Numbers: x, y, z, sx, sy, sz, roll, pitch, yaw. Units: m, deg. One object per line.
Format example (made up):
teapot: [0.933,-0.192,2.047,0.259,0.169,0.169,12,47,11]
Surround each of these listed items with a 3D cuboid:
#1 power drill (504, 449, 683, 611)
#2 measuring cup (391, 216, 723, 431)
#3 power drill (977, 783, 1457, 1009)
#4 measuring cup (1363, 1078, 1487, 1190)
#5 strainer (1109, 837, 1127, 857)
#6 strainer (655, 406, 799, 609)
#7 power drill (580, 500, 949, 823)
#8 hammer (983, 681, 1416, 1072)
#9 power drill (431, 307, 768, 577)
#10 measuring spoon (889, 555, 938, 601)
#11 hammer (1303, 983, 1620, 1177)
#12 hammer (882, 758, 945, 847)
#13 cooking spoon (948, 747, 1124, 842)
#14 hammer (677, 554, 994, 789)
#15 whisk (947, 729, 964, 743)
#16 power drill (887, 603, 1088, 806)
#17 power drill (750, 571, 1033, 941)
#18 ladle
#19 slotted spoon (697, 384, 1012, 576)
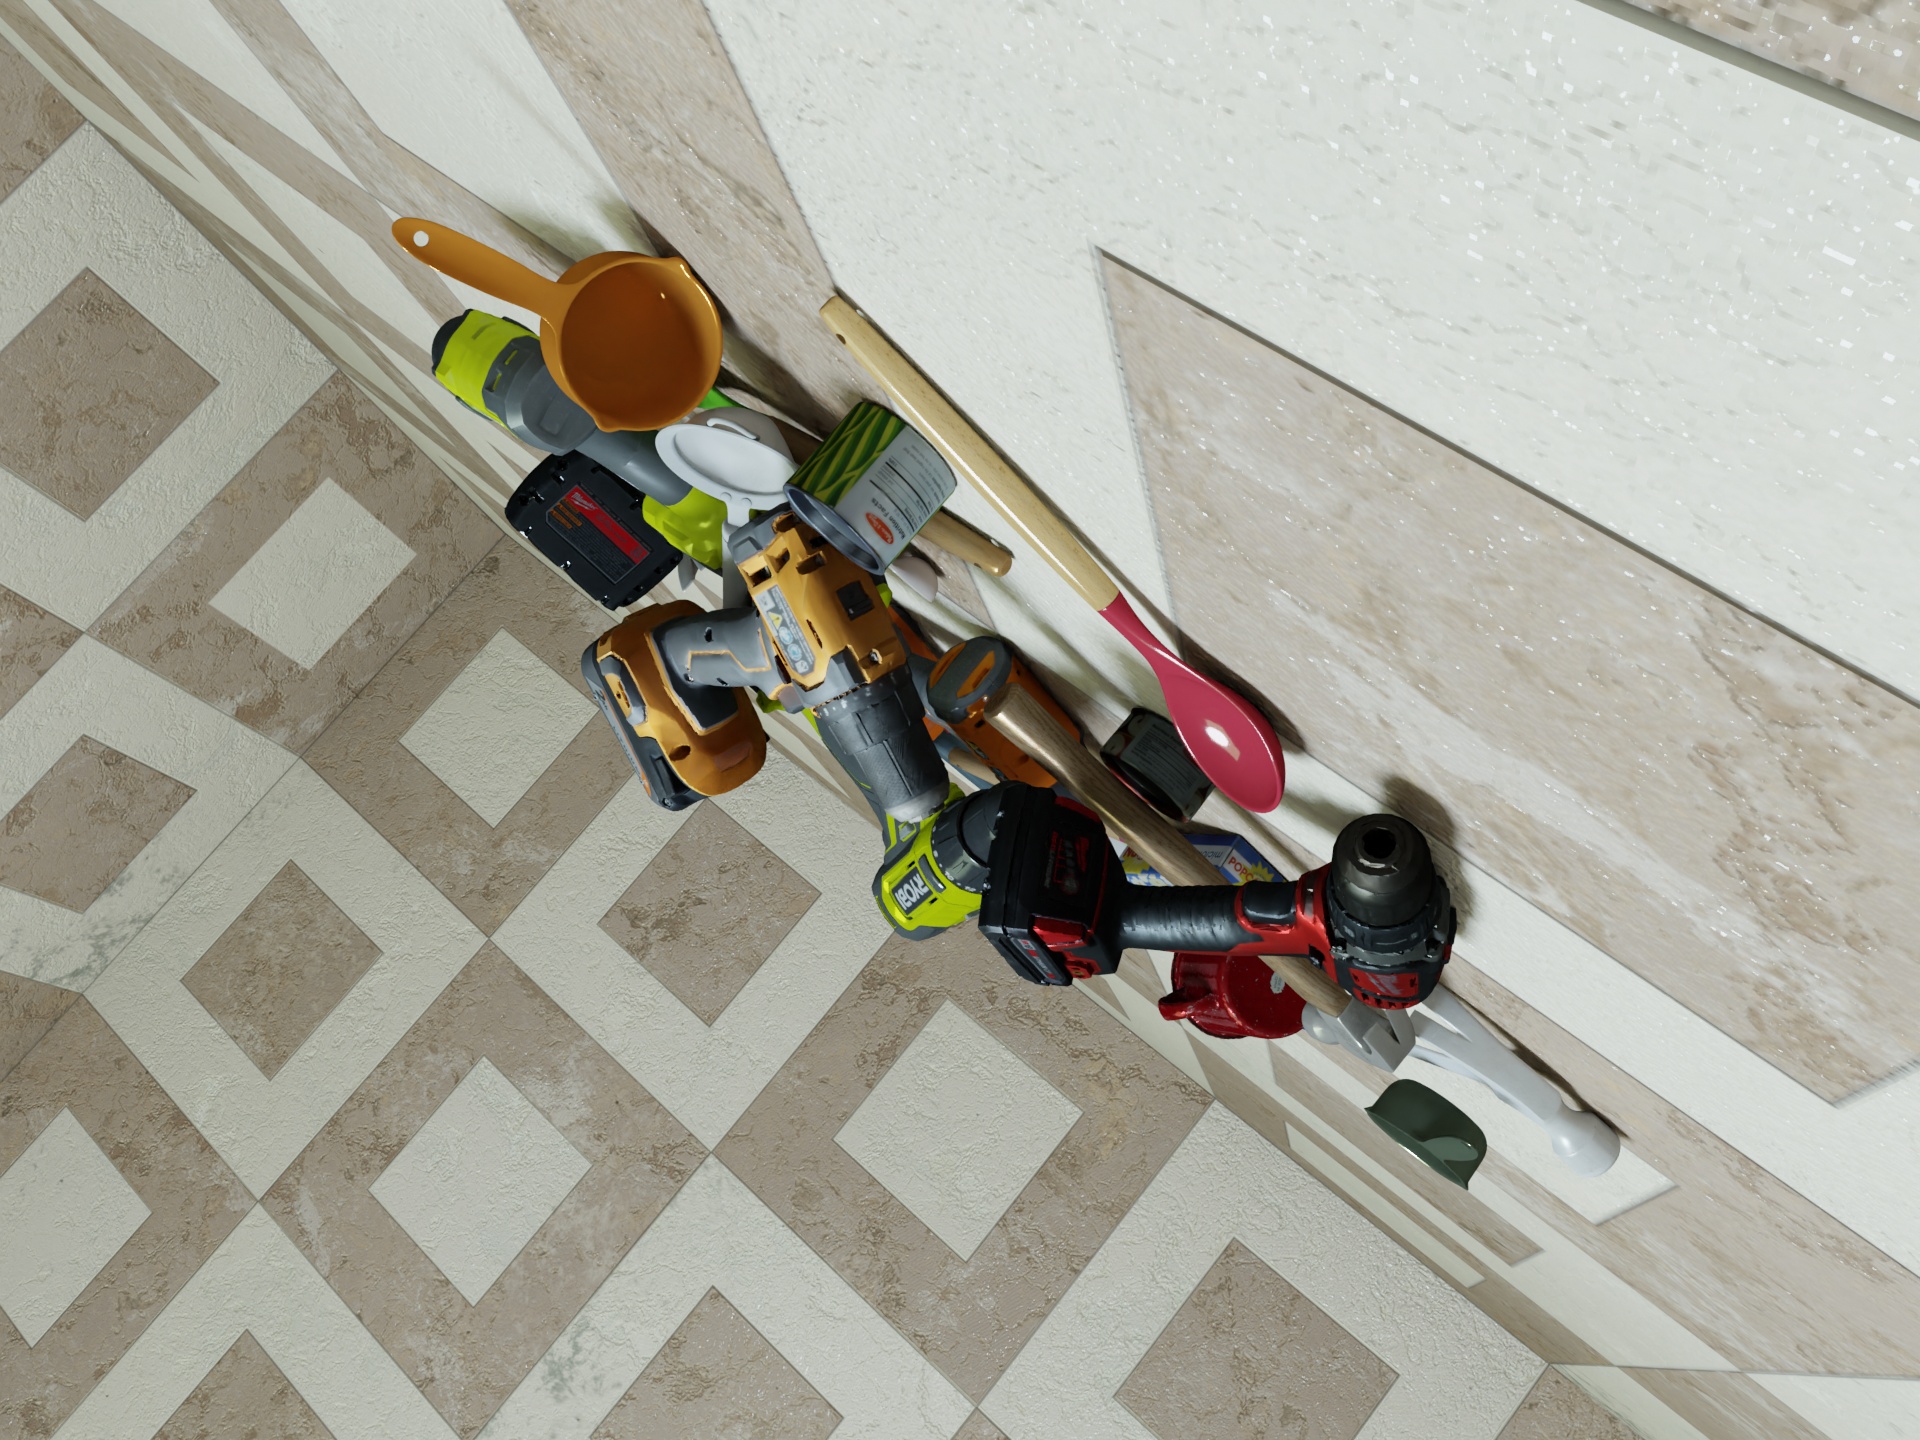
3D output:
power drill: [-0.272,-0.185,1.189,0.143,0.078,0.220,45,-167,-28]
measuring cup: [-0.205,-0.211,0.800,0.173,0.095,0.052,21,-171,-34]
power drill: [0.128,0.086,0.787,0.227,0.080,0.187,4,157,18]
measuring cup: [0.309,0.257,1.007,0.083,0.038,0.167,38,169,11]
strainer: [0.067,0.086,1.296,0.256,0.069,0.151,38,171,2]
strainer: [-0.130,-0.118,0.927,0.087,0.050,0.258,16,154,0]
power drill: [-0.109,-0.011,0.916,0.226,0.084,0.185,-22,98,48]
hammer: [0.141,0.095,0.925,0.331,0.031,0.130,42,171,-13]
power drill: [-0.217,-0.176,0.993,0.223,0.080,0.171,30,-179,-44]
measuring spoon: [-0.054,-0.113,0.948,0.124,0.018,0.034,39,-174,-33]
hammer: [0.294,0.221,1.125,0.144,0.035,0.405,41,171,-7]
hammer: [-0.049,0.042,1.333,0.146,0.035,0.335,39,-168,-19]
cooking spoon: [0.103,0.075,1.181,0.319,0.017,0.068,24,162,42]
hammer: [-0.071,-0.025,1.318,0.386,0.038,0.143,40,-166,-15]
whisk: [0.031,0.028,1.205,0.239,0.055,0.055,42,176,47]
power drill: [-0.002,-0.004,1.113,0.227,0.084,0.164,22,160,52]
power drill: [-0.039,0.015,0.976,0.228,0.080,0.190,57,151,8]
ladle: [0.049,-0.072,0.726,0.315,0.031,0.069,45,161,-18]
slotted spoon: [-0.091,-0.155,0.903,0.314,0.031,0.070,33,174,28]
